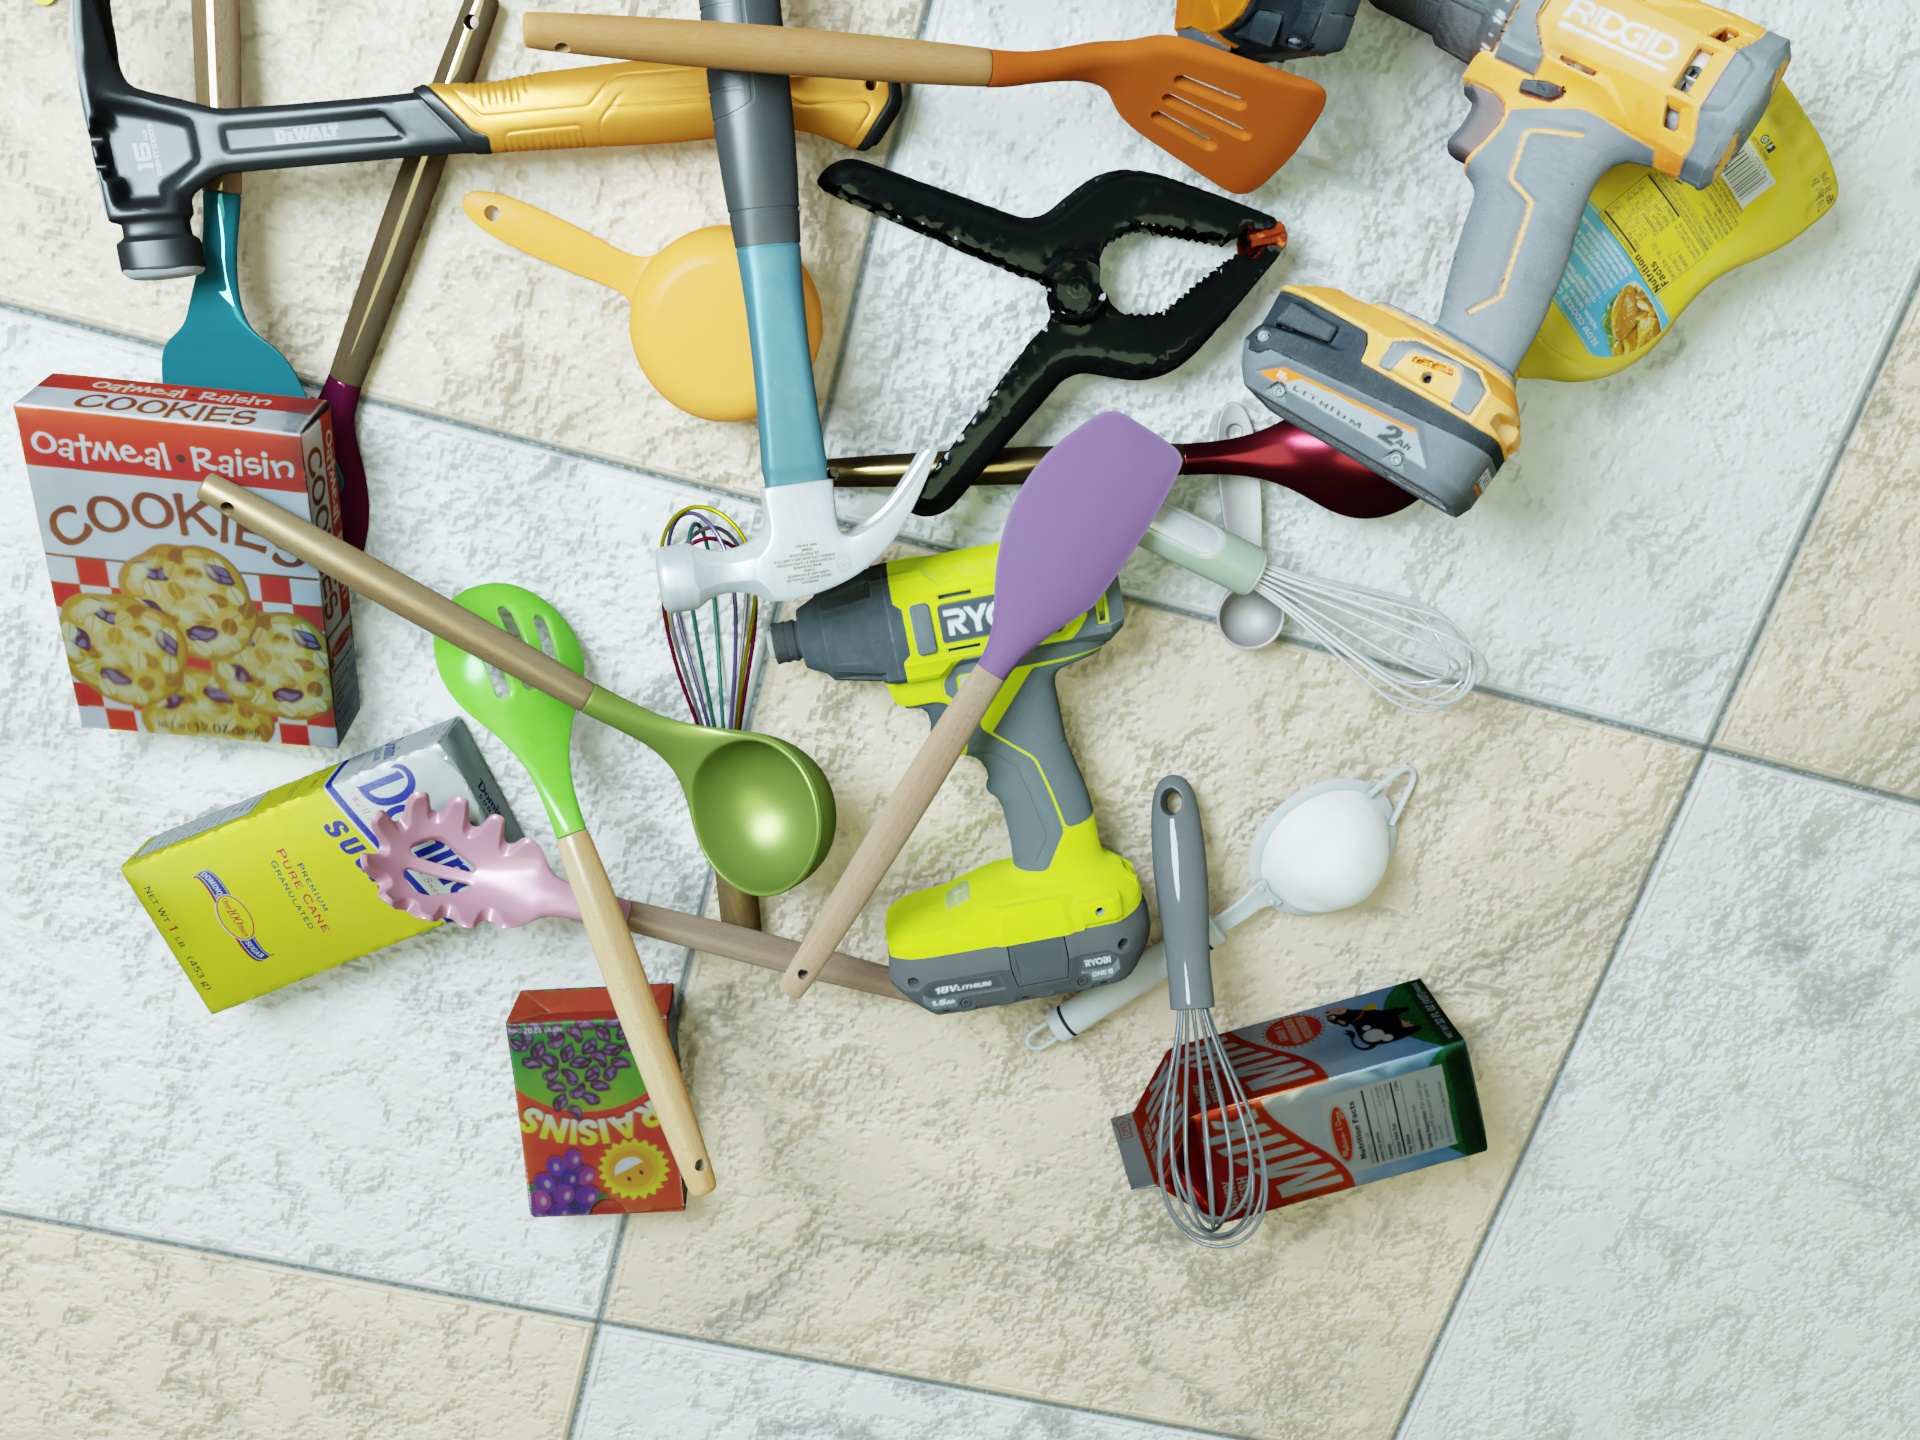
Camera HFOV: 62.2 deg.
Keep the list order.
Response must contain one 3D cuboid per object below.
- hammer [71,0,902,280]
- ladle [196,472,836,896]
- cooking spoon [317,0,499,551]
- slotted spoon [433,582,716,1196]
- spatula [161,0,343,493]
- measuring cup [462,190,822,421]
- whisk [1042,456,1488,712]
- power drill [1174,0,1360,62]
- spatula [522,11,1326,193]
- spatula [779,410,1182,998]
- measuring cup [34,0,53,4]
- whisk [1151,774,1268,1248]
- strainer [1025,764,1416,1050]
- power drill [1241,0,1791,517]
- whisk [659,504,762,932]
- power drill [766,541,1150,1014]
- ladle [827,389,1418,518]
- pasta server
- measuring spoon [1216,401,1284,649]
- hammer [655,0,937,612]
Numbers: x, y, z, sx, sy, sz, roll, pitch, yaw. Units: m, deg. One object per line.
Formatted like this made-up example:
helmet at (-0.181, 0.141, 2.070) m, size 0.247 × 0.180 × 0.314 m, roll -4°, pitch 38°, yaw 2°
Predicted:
hammer at (-0.193, -0.267, 0.679) m, size 0.337 × 0.034 × 0.127 m, roll -8°, pitch 105°, yaw -10°
ladle at (-0.196, -0.017, 0.724) m, size 0.320 × 0.062 × 0.078 m, roll 31°, pitch 118°, yaw -18°
cooking spoon at (-0.276, -0.181, 0.735) m, size 0.068 × 0.017 × 0.319 m, roll 24°, pitch 107°, yaw -11°
slotted spoon at (-0.175, 0.078, 0.763) m, size 0.070 × 0.031 × 0.314 m, roll -19°, pitch 88°, yaw -33°
spatula at (-0.321, -0.257, 0.698) m, size 0.082 × 0.044 × 0.317 m, roll 4°, pitch 102°, yaw 4°
measuring cup at (-0.145, -0.196, 0.719) m, size 0.173 × 0.052 × 0.095 m, roll 22°, pitch 107°, yaw -13°
whisk at (0.148, -0.068, 0.767) m, size 0.246 × 0.059 × 0.058 m, roll 24°, pitch 69°, yaw -12°
power drill at (0.049, -0.331, 0.628) m, size 0.226 × 0.164 × 0.084 m, roll 13°, pitch 108°, yaw -10°
spatula at (-0.011, -0.260, 0.648) m, size 0.322 × 0.081 × 0.041 m, roll -2°, pitch 77°, yaw -17°
spatula at (-0.001, -0.002, 0.745) m, size 0.059 × 0.018 × 0.316 m, roll 31°, pitch 98°, yaw -6°
measuring cup at (-0.381, -0.382, 0.661) m, size 0.062 × 0.029 × 0.156 m, roll 11°, pitch 120°, yaw -7°
whisk at (0.122, 0.145, 0.814) m, size 0.055 × 0.055 × 0.239 m, roll -4°, pitch 79°, yaw -2°
strainer at (0.142, 0.111, 0.855) m, size 0.258 × 0.050 × 0.086 m, roll -35°, pitch 122°, yaw 12°
power drill at (0.211, -0.227, 0.690) m, size 0.185 × 0.084 × 0.226 m, roll 35°, pitch 102°, yaw 18°
whisk at (-0.118, 0.011, 0.801) m, size 0.047 × 0.051 × 0.244 m, roll -6°, pitch 113°, yaw -8°
power drill at (0.006, 0.025, 0.798) m, size 0.171 × 0.080 × 0.223 m, roll -11°, pitch 106°, yaw 0°
ladle at (0.081, -0.127, 0.768) m, size 0.315 × 0.031 × 0.069 m, roll -2°, pitch 102°, yaw 2°
pasta server at (-0.140, 0.104, 0.803) m, size 0.316 × 0.040 × 0.060 m, roll 18°, pitch 69°, yaw -19°
measuring spoon at (0.140, -0.097, 0.796) m, size 0.034 × 0.018 × 0.124 m, roll -7°, pitch 103°, yaw 1°
hammer at (-0.085, -0.216, 0.676) m, size 0.128 × 0.033 × 0.331 m, roll -8°, pitch 103°, yaw -11°
